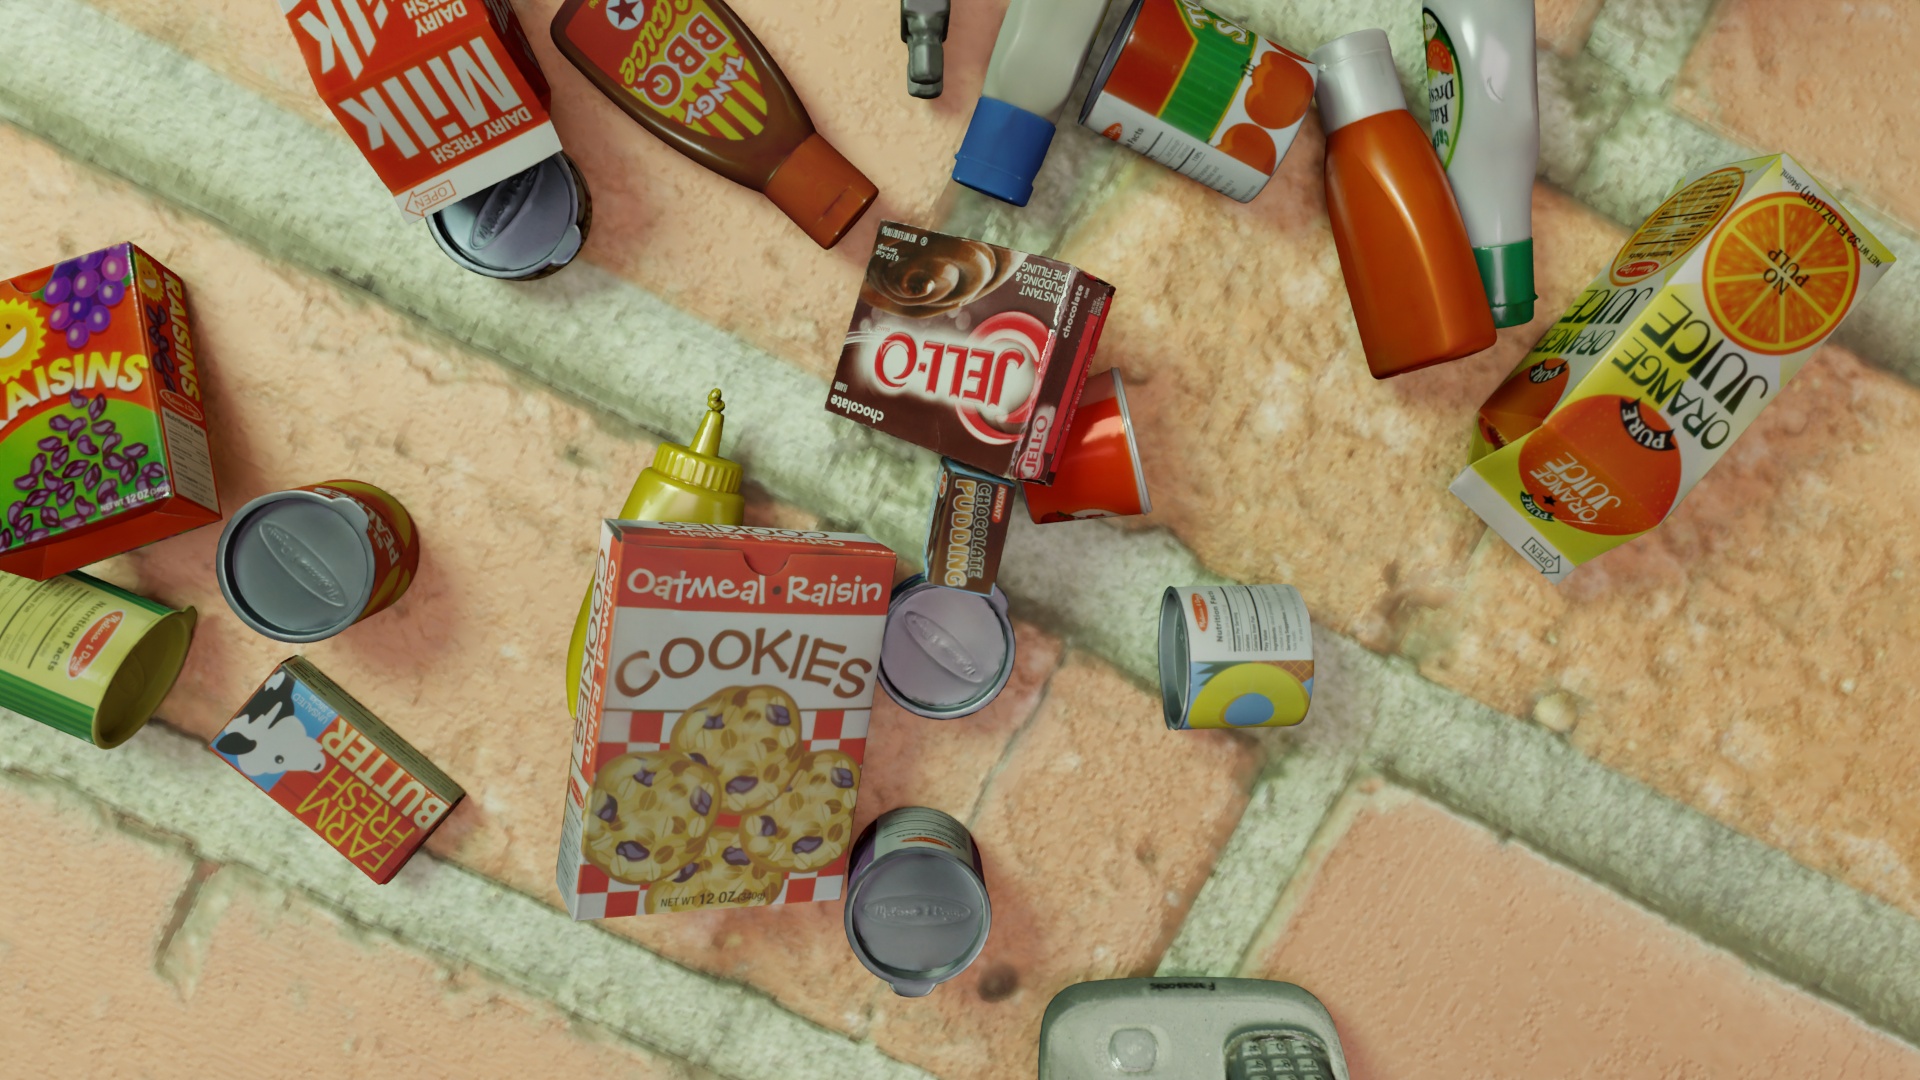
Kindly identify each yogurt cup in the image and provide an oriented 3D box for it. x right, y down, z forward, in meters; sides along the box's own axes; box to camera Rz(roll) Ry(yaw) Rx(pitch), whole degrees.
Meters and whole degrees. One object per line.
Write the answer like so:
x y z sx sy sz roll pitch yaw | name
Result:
0.053 -0.039 0.623 0.054 0.072 0.072 -13 98 7 | yogurt cup

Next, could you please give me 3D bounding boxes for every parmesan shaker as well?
-0.406 0.039 0.611 0.103 0.071 0.071 24 96 -5 | parmesan shaker

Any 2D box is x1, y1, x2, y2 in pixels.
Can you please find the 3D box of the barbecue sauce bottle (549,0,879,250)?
-0.102 -0.190 0.605 0.148 0.044 0.065 42 93 -8 | barbecue sauce bottle

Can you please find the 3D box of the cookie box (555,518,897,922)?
-0.101 0.077 0.603 0.123 0.040 0.167 4 103 -29 | cookie box

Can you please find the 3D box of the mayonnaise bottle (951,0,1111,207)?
0.039 -0.220 0.600 0.041 0.065 0.147 20 100 -9 | mayonnaise bottle

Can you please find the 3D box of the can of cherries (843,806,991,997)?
-0.021 0.167 0.648 0.071 0.058 0.071 -1 98 -4 | can of cherries

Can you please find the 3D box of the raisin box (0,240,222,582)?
-0.373 -0.055 0.589 0.086 0.040 0.123 -19 73 0 | raisin box

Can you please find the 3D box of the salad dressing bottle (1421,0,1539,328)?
0.233 -0.169 0.617 0.044 0.064 0.147 -8 106 6 | salad dressing bottle

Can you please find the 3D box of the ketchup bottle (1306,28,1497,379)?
0.190 -0.149 0.617 0.043 0.064 0.148 -16 90 -18 | ketchup bottle

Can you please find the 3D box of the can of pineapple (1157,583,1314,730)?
0.125 0.054 0.638 0.058 0.071 0.071 -1 98 -3 | can of pineapple

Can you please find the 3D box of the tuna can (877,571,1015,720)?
-0.007 0.045 0.646 0.071 0.033 0.071 0 98 -3 | tuna can

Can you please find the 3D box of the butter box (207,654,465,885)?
-0.288 0.107 0.644 0.103 0.024 0.053 42 93 -7 | butter box

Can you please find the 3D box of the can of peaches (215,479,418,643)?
-0.280 0.006 0.614 0.071 0.058 0.071 0 97 -3 | can of peaches

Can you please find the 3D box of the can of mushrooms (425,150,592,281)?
-0.196 -0.146 0.611 0.071 0.033 0.071 0 97 -3 | can of mushrooms

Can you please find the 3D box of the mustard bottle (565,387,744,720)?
-0.130 0.008 0.626 0.065 0.049 0.160 17 96 -14 | mustard bottle

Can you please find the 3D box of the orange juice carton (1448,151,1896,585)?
0.308 -0.074 0.625 0.072 0.073 0.192 40 94 -7 | orange juice carton

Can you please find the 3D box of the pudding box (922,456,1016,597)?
0.002 -0.008 0.613 0.030 0.084 0.049 12 97 -5 | pudding box

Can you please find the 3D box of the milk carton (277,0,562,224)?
-0.229 -0.224 0.558 0.072 0.073 0.190 -26 85 0 | milk carton

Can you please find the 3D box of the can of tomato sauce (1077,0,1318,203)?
0.103 -0.195 0.602 0.083 0.071 0.071 24 96 -6 | can of tomato sauce
